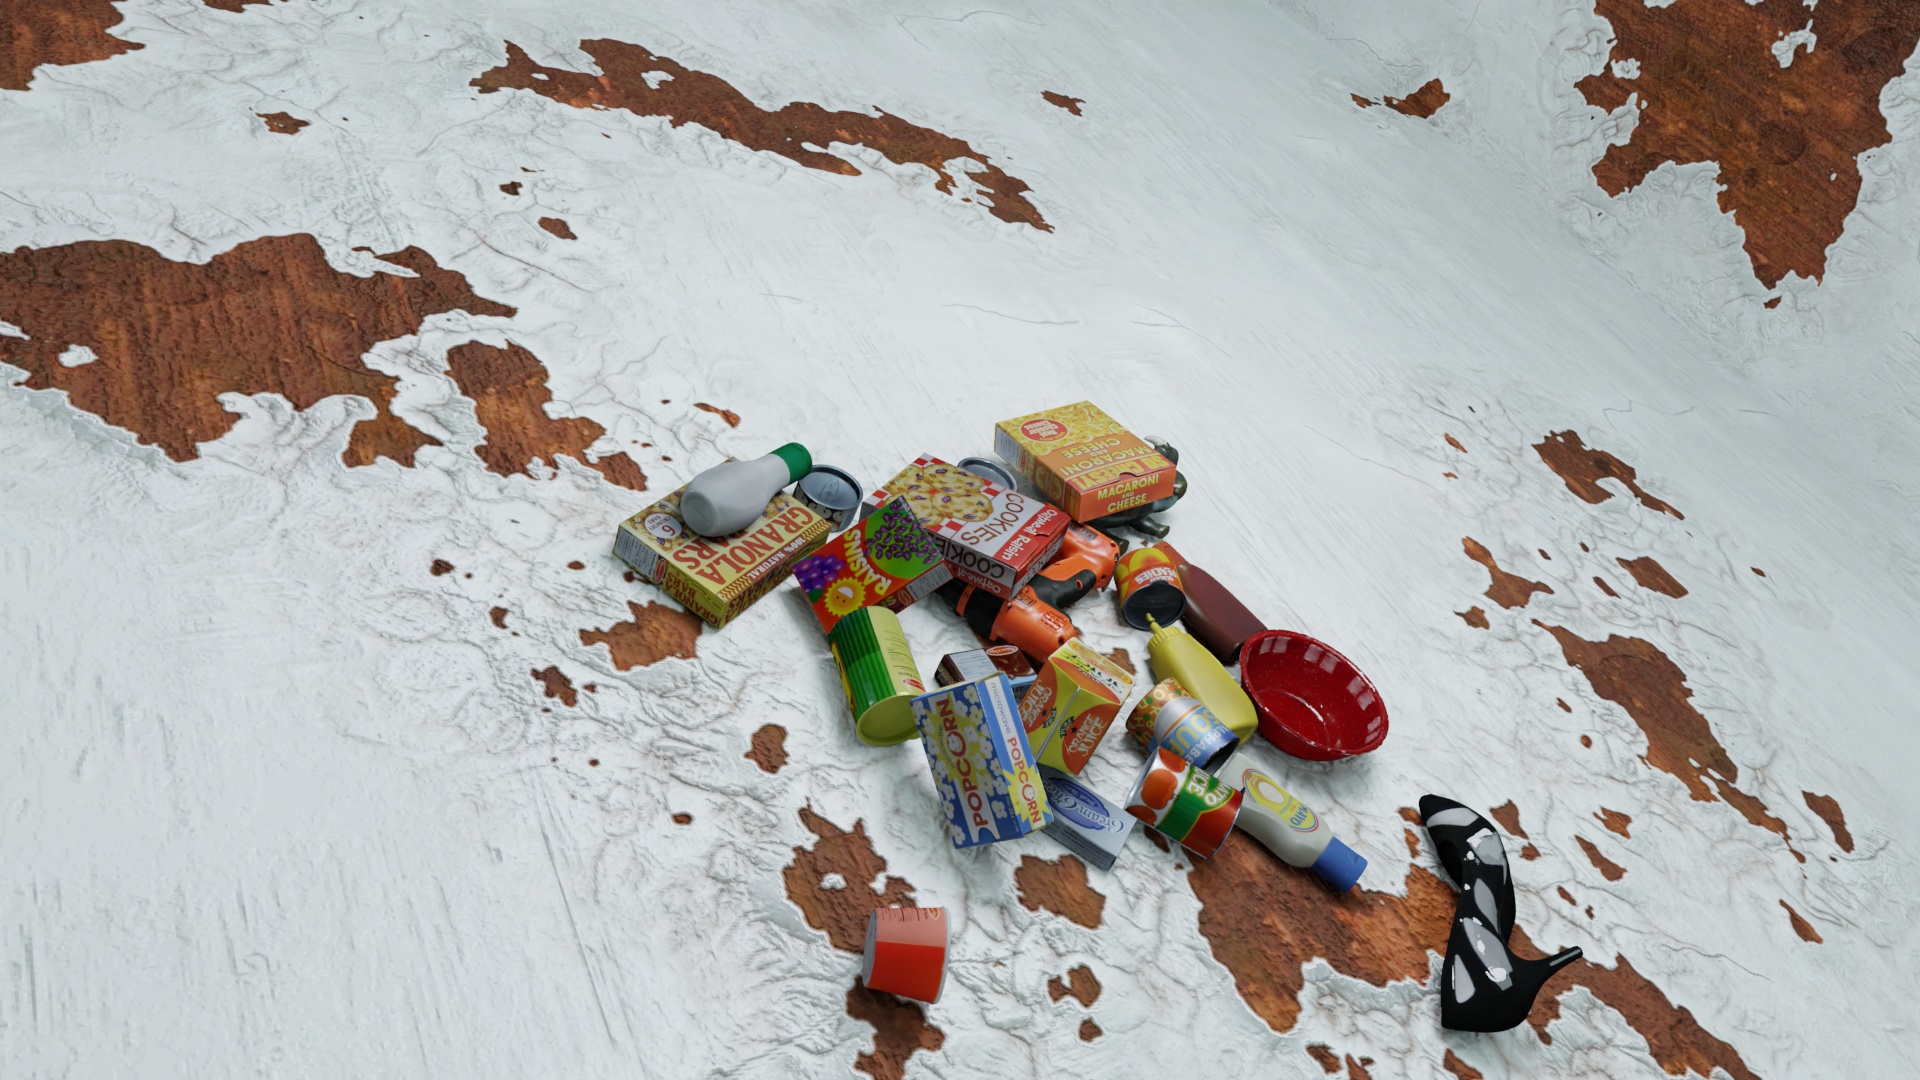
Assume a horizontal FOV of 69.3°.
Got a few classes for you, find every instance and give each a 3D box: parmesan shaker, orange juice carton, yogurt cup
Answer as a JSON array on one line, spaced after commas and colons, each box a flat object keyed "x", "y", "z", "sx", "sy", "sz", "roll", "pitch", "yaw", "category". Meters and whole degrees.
[{"x": -0.068, "y": 0.116, "z": 1.188, "sx": 0.071, "sy": 0.071, "sz": 0.103, "roll": 4, "pitch": 41, "yaw": -27, "category": "parmesan shaker"}, {"x": 0.095, "y": 0.141, "z": 1.180, "sx": 0.073, "sy": 0.071, "sz": 0.193, "roll": 32, "pitch": 9, "yaw": 9, "category": "orange juice carton"}, {"x": -0.039, "y": 0.293, "z": 0.990, "sx": 0.054, "sy": 0.072, "sz": 0.073, "roll": 9, "pitch": 39, "yaw": -9, "category": "yogurt cup"}]

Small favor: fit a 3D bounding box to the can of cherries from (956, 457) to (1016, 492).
[{"x": 0.018, "y": -0.042, "z": 1.435, "sx": 0.071, "sy": 0.058, "sz": 0.072, "roll": 17, "pitch": 36, "yaw": -13, "category": "can of cherries"}]

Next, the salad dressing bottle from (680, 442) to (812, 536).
[{"x": -0.191, "y": -0.051, "z": 1.268, "sx": 0.064, "sy": 0.043, "sz": 0.148, "roll": 34, "pitch": 36, "yaw": 15, "category": "salad dressing bottle"}]

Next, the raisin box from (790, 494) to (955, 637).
[{"x": -0.080, "y": 0.028, "z": 1.249, "sx": 0.123, "sy": 0.040, "sz": 0.086, "roll": -33, "pitch": 59, "yaw": -2, "category": "raisin box"}]

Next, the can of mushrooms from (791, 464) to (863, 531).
[{"x": -0.134, "y": -0.043, "z": 1.367, "sx": 0.071, "sy": 0.033, "sz": 0.071, "roll": 16, "pitch": 38, "yaw": -13, "category": "can of mushrooms"}]

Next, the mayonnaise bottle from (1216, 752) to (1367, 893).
[{"x": 0.294, "y": 0.256, "z": 1.248, "sx": 0.148, "sy": 0.041, "sz": 0.065, "roll": 36, "pitch": 36, "yaw": 15, "category": "mayonnaise bottle"}]

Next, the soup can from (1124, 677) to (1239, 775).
[{"x": 0.202, "y": 0.175, "z": 1.268, "sx": 0.084, "sy": 0.071, "sz": 0.071, "roll": 43, "pitch": 40, "yaw": 23, "category": "soup can"}]

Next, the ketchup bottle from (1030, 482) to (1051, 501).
[{"x": 0.120, "y": -0.095, "z": 1.571, "sx": 0.065, "sy": 0.043, "sz": 0.149, "roll": 25, "pitch": 36, "yaw": 9, "category": "ketchup bottle"}]

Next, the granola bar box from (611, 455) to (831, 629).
[{"x": -0.214, "y": -0.001, "z": 1.264, "sx": 0.124, "sy": 0.038, "sz": 0.166, "roll": 34, "pitch": 37, "yaw": 12, "category": "granola bar box"}]

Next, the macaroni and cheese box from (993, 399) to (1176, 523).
[{"x": 0.130, "y": -0.088, "z": 1.482, "sx": 0.124, "sy": 0.040, "sz": 0.167, "roll": -16, "pitch": 37, "yaw": -26, "category": "macaroni and cheese box"}]

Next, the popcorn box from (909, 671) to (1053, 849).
[{"x": 0.015, "y": 0.175, "z": 1.104, "sx": 0.038, "sy": 0.085, "sz": 0.126, "roll": -13, "pitch": 83, "yaw": -44, "category": "popcorn box"}]

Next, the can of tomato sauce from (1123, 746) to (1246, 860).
[{"x": 0.194, "y": 0.225, "z": 1.203, "sx": 0.083, "sy": 0.070, "sz": 0.071, "roll": 29, "pitch": 37, "yaw": 5, "category": "can of tomato sauce"}]

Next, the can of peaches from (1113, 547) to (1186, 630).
[{"x": 0.193, "y": 0.047, "z": 1.419, "sx": 0.071, "sy": 0.071, "sz": 0.058, "roll": 13, "pitch": 37, "yaw": -17, "category": "can of peaches"}]

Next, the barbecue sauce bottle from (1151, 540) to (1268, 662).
[{"x": 0.253, "y": 0.061, "z": 1.461, "sx": 0.065, "sy": 0.043, "sz": 0.149, "roll": -15, "pitch": 52, "yaw": -42, "category": "barbecue sauce bottle"}]

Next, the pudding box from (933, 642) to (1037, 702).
[{"x": 0.024, "y": 0.124, "z": 1.259, "sx": 0.084, "sy": 0.030, "sz": 0.050, "roll": -7, "pitch": 46, "yaw": -36, "category": "pudding box"}]

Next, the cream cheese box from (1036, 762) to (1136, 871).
[{"x": 0.093, "y": 0.231, "z": 1.176, "sx": 0.104, "sy": 0.024, "sz": 0.054, "roll": 31, "pitch": 38, "yaw": 8, "category": "cream cheese box"}]

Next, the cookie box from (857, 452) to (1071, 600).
[{"x": 0.005, "y": -0.017, "z": 1.335, "sx": 0.167, "sy": 0.040, "sz": 0.123, "roll": 24, "pitch": 35, "yaw": 17, "category": "cookie box"}]

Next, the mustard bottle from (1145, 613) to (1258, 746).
[{"x": 0.224, "y": 0.132, "z": 1.352, "sx": 0.065, "sy": 0.048, "sz": 0.161, "roll": -4, "pitch": 45, "yaw": -32, "category": "mustard bottle"}]
